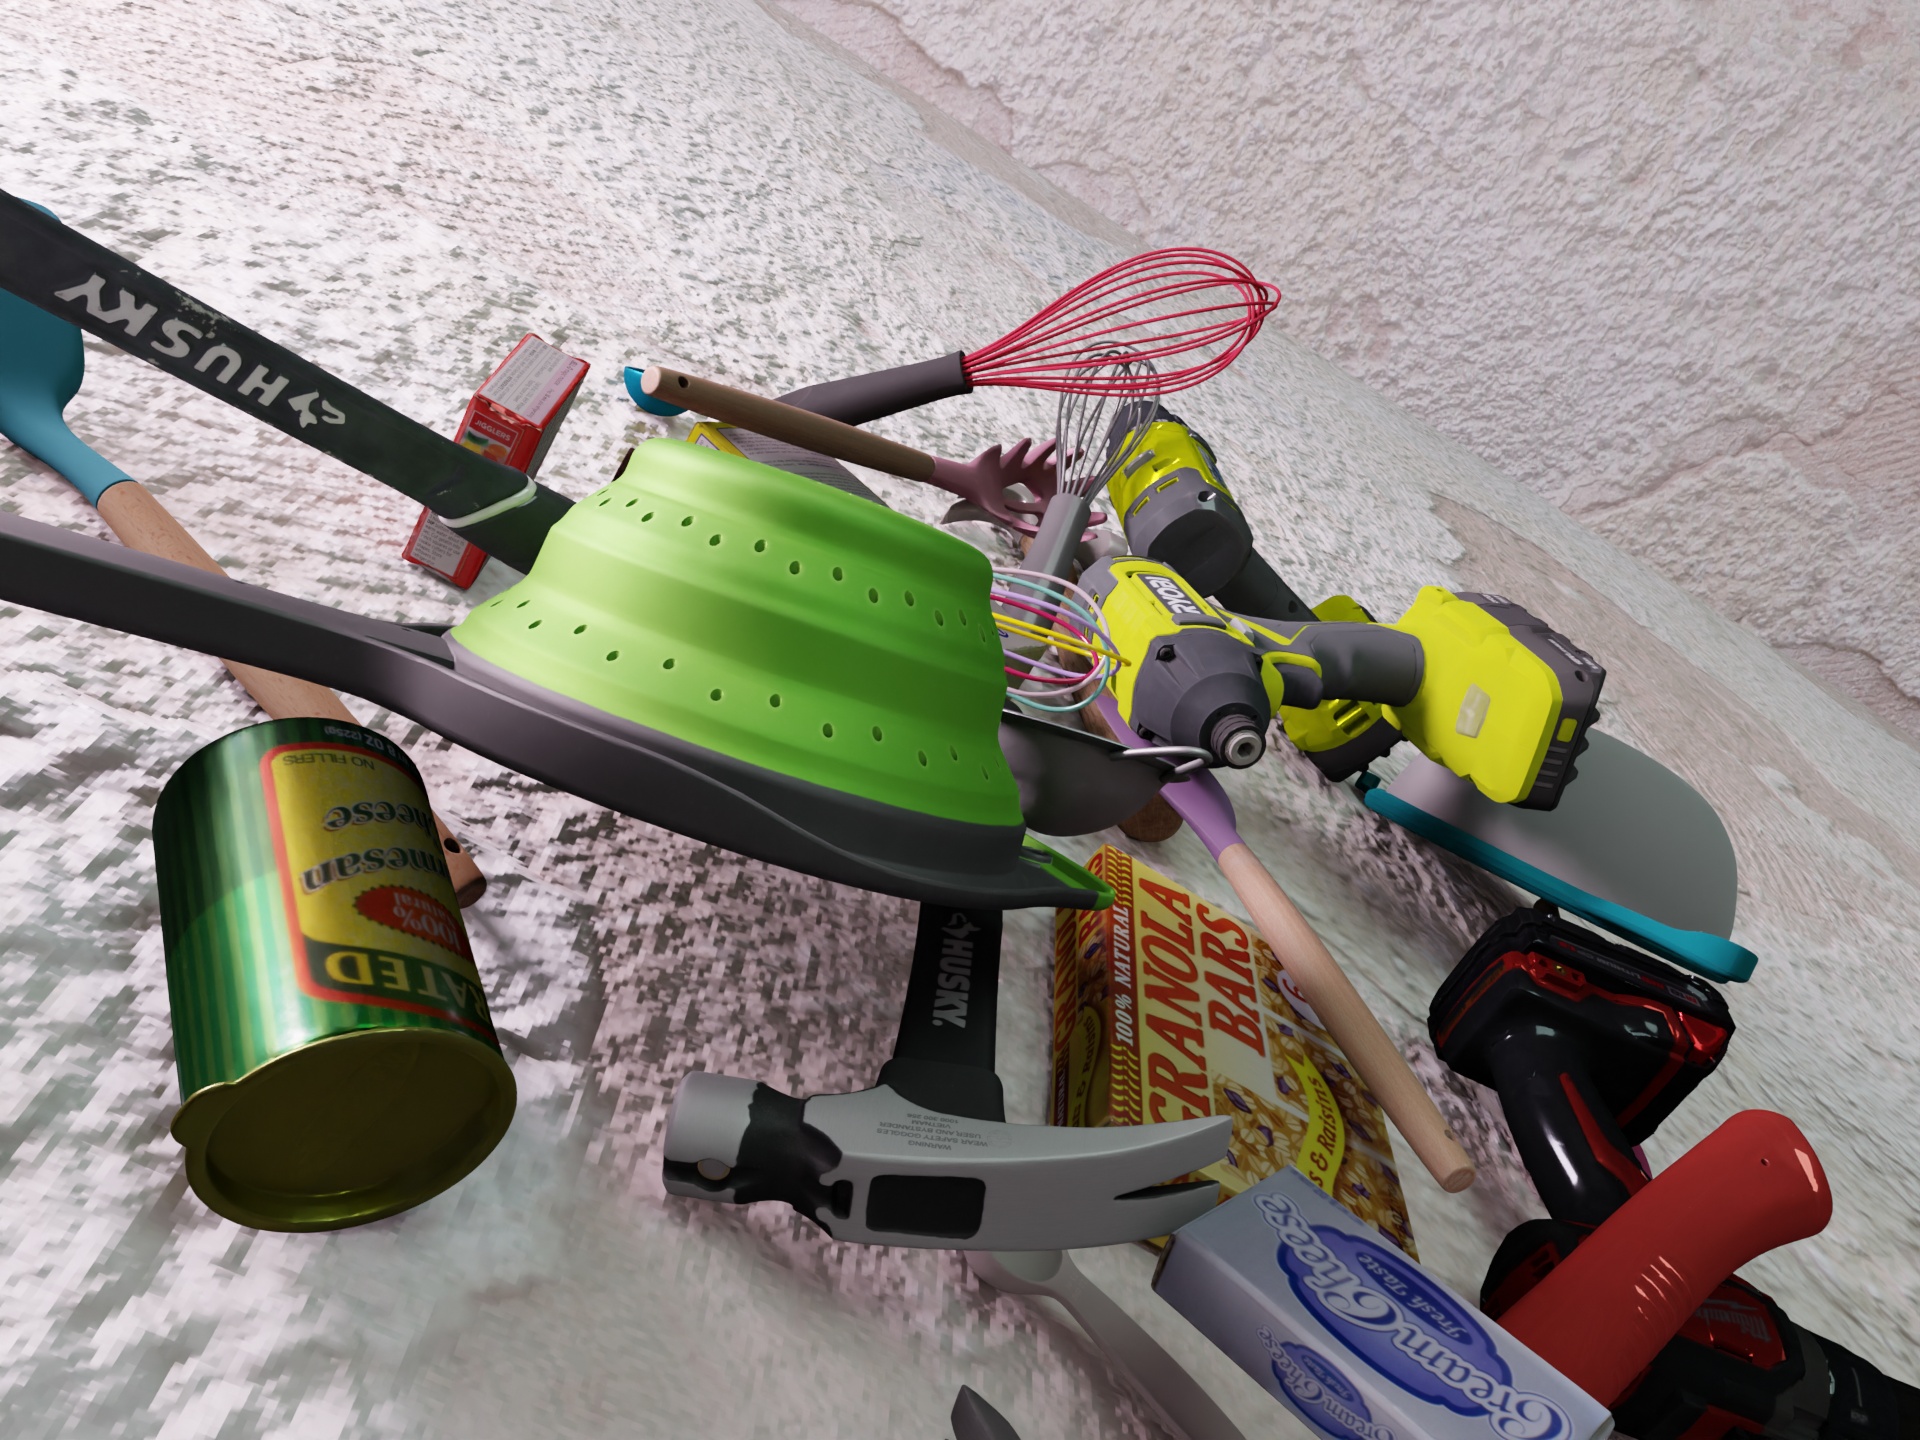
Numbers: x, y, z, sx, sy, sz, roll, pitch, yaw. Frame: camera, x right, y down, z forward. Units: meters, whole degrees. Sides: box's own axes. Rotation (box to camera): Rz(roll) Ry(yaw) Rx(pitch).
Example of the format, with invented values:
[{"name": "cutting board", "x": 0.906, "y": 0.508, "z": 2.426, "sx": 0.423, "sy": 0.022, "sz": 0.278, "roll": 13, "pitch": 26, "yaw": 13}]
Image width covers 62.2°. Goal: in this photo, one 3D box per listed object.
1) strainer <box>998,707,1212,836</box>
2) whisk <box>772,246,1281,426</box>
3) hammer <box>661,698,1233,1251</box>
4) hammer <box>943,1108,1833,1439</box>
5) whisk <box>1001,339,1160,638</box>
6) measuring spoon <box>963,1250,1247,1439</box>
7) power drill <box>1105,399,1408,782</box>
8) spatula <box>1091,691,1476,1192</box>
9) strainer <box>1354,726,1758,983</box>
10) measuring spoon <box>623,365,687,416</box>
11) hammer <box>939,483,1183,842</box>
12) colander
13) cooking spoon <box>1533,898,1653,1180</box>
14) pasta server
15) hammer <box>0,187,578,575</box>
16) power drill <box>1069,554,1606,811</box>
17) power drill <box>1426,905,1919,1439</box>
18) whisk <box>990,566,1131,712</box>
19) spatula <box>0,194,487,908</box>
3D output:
[{"name": "strainer", "x": -0.001, "y": -0.002, "z": 0.613, "sx": 0.086, "sy": 0.050, "sz": 0.259, "roll": 22, "pitch": 2, "yaw": -38}, {"name": "whisk", "x": 0.021, "y": -0.189, "z": 0.839, "sx": 0.073, "sy": 0.296, "sz": 0.073, "roll": -11, "pitch": 90, "yaw": -74}, {"name": "hammer", "x": 0.006, "y": 0.062, "z": 0.553, "sx": 0.146, "sy": 0.035, "sz": 0.335, "roll": 8, "pitch": 22, "yaw": 1}, {"name": "hammer", "x": 0.163, "y": 0.180, "z": 0.462, "sx": 0.359, "sy": 0.036, "sz": 0.149, "roll": -12, "pitch": 37, "yaw": -45}, {"name": "whisk", "x": 0.055, "y": -0.113, "z": 0.840, "sx": 0.055, "sy": 0.055, "sz": 0.239, "roll": 29, "pitch": 59, "yaw": -12}, {"name": "measuring spoon", "x": 0.044, "y": 0.182, "z": 0.450, "sx": 0.124, "sy": 0.018, "sz": 0.034, "roll": 45, "pitch": 25, "yaw": 7}, {"name": "power drill", "x": 0.170, "y": -0.086, "z": 0.943, "sx": 0.228, "sy": 0.080, "sz": 0.191, "roll": 43, "pitch": 20, "yaw": -25}, {"name": "spatula", "x": 0.124, "y": 0.071, "z": 0.648, "sx": 0.059, "sy": 0.018, "sz": 0.316, "roll": 22, "pitch": 21, "yaw": -27}, {"name": "strainer", "x": 0.336, "y": 0.057, "z": 0.811, "sx": 0.211, "sy": 0.095, "sz": 0.340, "roll": 26, "pitch": 4, "yaw": 1}, {"name": "measuring spoon", "x": -0.141, "y": -0.155, "z": 0.788, "sx": 0.042, "sy": 0.021, "sz": 0.129, "roll": 10, "pitch": 15, "yaw": -24}, {"name": "hammer", "x": 0.063, "y": -0.046, "z": 0.867, "sx": 0.130, "sy": 0.031, "sz": 0.332, "roll": 24, "pitch": 26, "yaw": -22}, {"name": "colander", "x": -0.125, "y": -0.045, "z": 0.432, "sx": 0.396, "sy": 0.094, "sz": 0.205, "roll": 17, "pitch": 4, "yaw": -27}, {"name": "cooking spoon", "x": 0.308, "y": 0.161, "z": 0.812, "sx": 0.069, "sy": 0.017, "sz": 0.319, "roll": 30, "pitch": 24, "yaw": 6}, {"name": "pasta server", "x": -0.030, "y": -0.136, "z": 0.803, "sx": 0.316, "sy": 0.040, "sz": 0.060, "roll": 8, "pitch": 71, "yaw": -51}, {"name": "hammer", "x": -0.165, "y": -0.072, "z": 0.491, "sx": 0.408, "sy": 0.149, "sz": 0.036, "roll": 31, "pitch": 22, "yaw": -51}, {"name": "power drill", "x": 0.179, "y": -0.016, "z": 0.757, "sx": 0.223, "sy": 0.080, "sz": 0.171, "roll": 5, "pitch": 24, "yaw": -16}, {"name": "power drill", "x": 0.285, "y": 0.193, "z": 0.630, "sx": 0.188, "sy": 0.080, "sz": 0.227, "roll": 23, "pitch": 31, "yaw": -7}, {"name": "whisk", "x": -0.042, "y": -0.059, "z": 0.680, "sx": 0.245, "sy": 0.051, "sz": 0.047, "roll": 20, "pitch": 29, "yaw": 17}, {"name": "spatula", "x": -0.244, "y": -0.061, "z": 0.493, "sx": 0.318, "sy": 0.044, "sz": 0.082, "roll": 43, "pitch": 21, "yaw": 17}]
